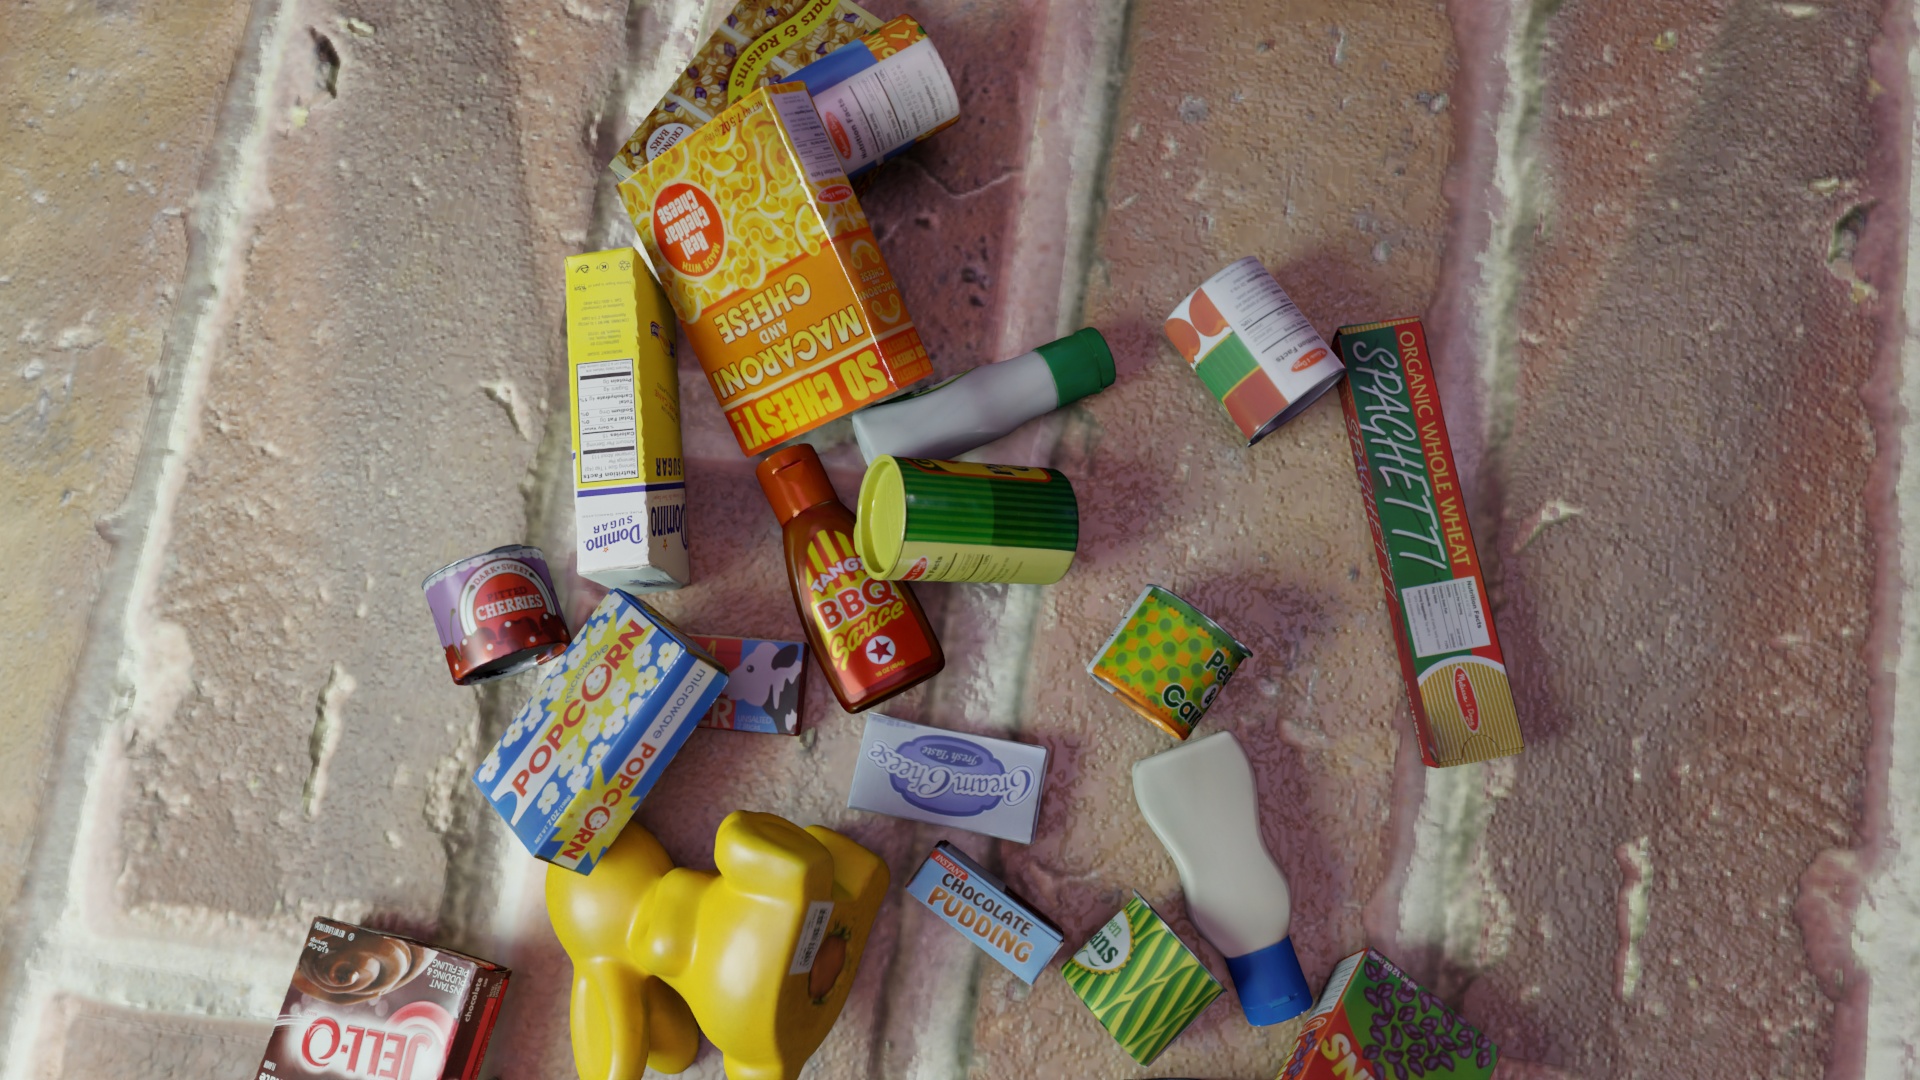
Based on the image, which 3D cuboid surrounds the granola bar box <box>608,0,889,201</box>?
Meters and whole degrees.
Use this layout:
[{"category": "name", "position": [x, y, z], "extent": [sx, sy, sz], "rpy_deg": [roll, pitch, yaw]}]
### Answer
[{"category": "granola bar box", "position": [-0.107, -0.245, 0.825], "extent": [0.124, 0.039, 0.166], "rpy_deg": [35, 83, 7]}]

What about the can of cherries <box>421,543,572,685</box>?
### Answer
[{"category": "can of cherries", "position": [-0.253, 0.041, 0.762], "extent": [0.071, 0.071, 0.058], "rpy_deg": [-21, 80, -2]}]

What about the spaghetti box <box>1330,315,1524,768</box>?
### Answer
[{"category": "spaghetti box", "position": [0.257, -0.002, 0.773], "extent": [0.050, 0.028, 0.250], "rpy_deg": [-10, 80, 0]}]

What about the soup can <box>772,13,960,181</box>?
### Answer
[{"category": "soup can", "position": [-0.053, -0.243, 0.771], "extent": [0.084, 0.071, 0.071], "rpy_deg": [-30, 80, -5]}]

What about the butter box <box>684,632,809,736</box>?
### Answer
[{"category": "butter box", "position": [-0.138, 0.079, 0.775], "extent": [0.103, 0.024, 0.053], "rpy_deg": [4, 79, 2]}]

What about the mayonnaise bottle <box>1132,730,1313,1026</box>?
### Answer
[{"category": "mayonnaise bottle", "position": [0.143, 0.179, 0.739], "extent": [0.065, 0.041, 0.148], "rpy_deg": [-20, 81, 0]}]

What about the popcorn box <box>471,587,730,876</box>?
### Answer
[{"category": "popcorn box", "position": [-0.186, 0.096, 0.720], "extent": [0.085, 0.038, 0.127], "rpy_deg": [29, 81, 45]}]

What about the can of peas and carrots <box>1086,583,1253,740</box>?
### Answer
[{"category": "can of peas and carrots", "position": [0.112, 0.067, 0.746], "extent": [0.071, 0.071, 0.059], "rpy_deg": [36, 84, 8]}]

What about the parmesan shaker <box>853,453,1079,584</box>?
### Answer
[{"category": "parmesan shaker", "position": [0.003, -0.009, 0.749], "extent": [0.103, 0.071, 0.071], "rpy_deg": [3, 79, -26]}]

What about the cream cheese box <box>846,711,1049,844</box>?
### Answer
[{"category": "cream cheese box", "position": [-0.006, 0.130, 0.761], "extent": [0.104, 0.024, 0.053], "rpy_deg": [11, 81, 4]}]

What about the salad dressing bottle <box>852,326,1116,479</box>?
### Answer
[{"category": "salad dressing bottle", "position": [0.015, -0.078, 0.782], "extent": [0.148, 0.064, 0.044], "rpy_deg": [-23, 88, -10]}]

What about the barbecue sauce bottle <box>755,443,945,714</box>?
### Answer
[{"category": "barbecue sauce bottle", "position": [-0.067, 0.018, 0.774], "extent": [0.065, 0.043, 0.148], "rpy_deg": [-26, 80, -8]}]

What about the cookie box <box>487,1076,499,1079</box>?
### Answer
[{"category": "cookie box", "position": [-0.221, 0.383, 0.716], "extent": [0.167, 0.040, 0.123], "rpy_deg": [35, 82, 9]}]

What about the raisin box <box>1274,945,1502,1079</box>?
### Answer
[{"category": "raisin box", "position": [0.205, 0.281, 0.694], "extent": [0.086, 0.040, 0.124], "rpy_deg": [38, 56, 7]}]

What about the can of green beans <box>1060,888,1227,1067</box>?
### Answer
[{"category": "can of green beans", "position": [0.094, 0.227, 0.719], "extent": [0.058, 0.071, 0.071], "rpy_deg": [-42, 81, -5]}]

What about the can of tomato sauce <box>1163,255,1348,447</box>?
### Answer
[{"category": "can of tomato sauce", "position": [0.163, -0.106, 0.778], "extent": [0.071, 0.071, 0.083], "rpy_deg": [-35, 80, -4]}]

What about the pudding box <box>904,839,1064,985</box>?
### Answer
[{"category": "pudding box", "position": [0.014, 0.195, 0.736], "extent": [0.084, 0.049, 0.030], "rpy_deg": [35, 85, 8]}]

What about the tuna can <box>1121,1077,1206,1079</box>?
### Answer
[{"category": "tuna can", "position": [0.108, 0.297, 0.707], "extent": [0.071, 0.071, 0.033], "rpy_deg": [-1, 81, 2]}]

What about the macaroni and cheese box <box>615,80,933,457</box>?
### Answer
[{"category": "macaroni and cheese box", "position": [-0.101, -0.143, 0.752], "extent": [0.123, 0.040, 0.166], "rpy_deg": [-19, 99, 37]}]
